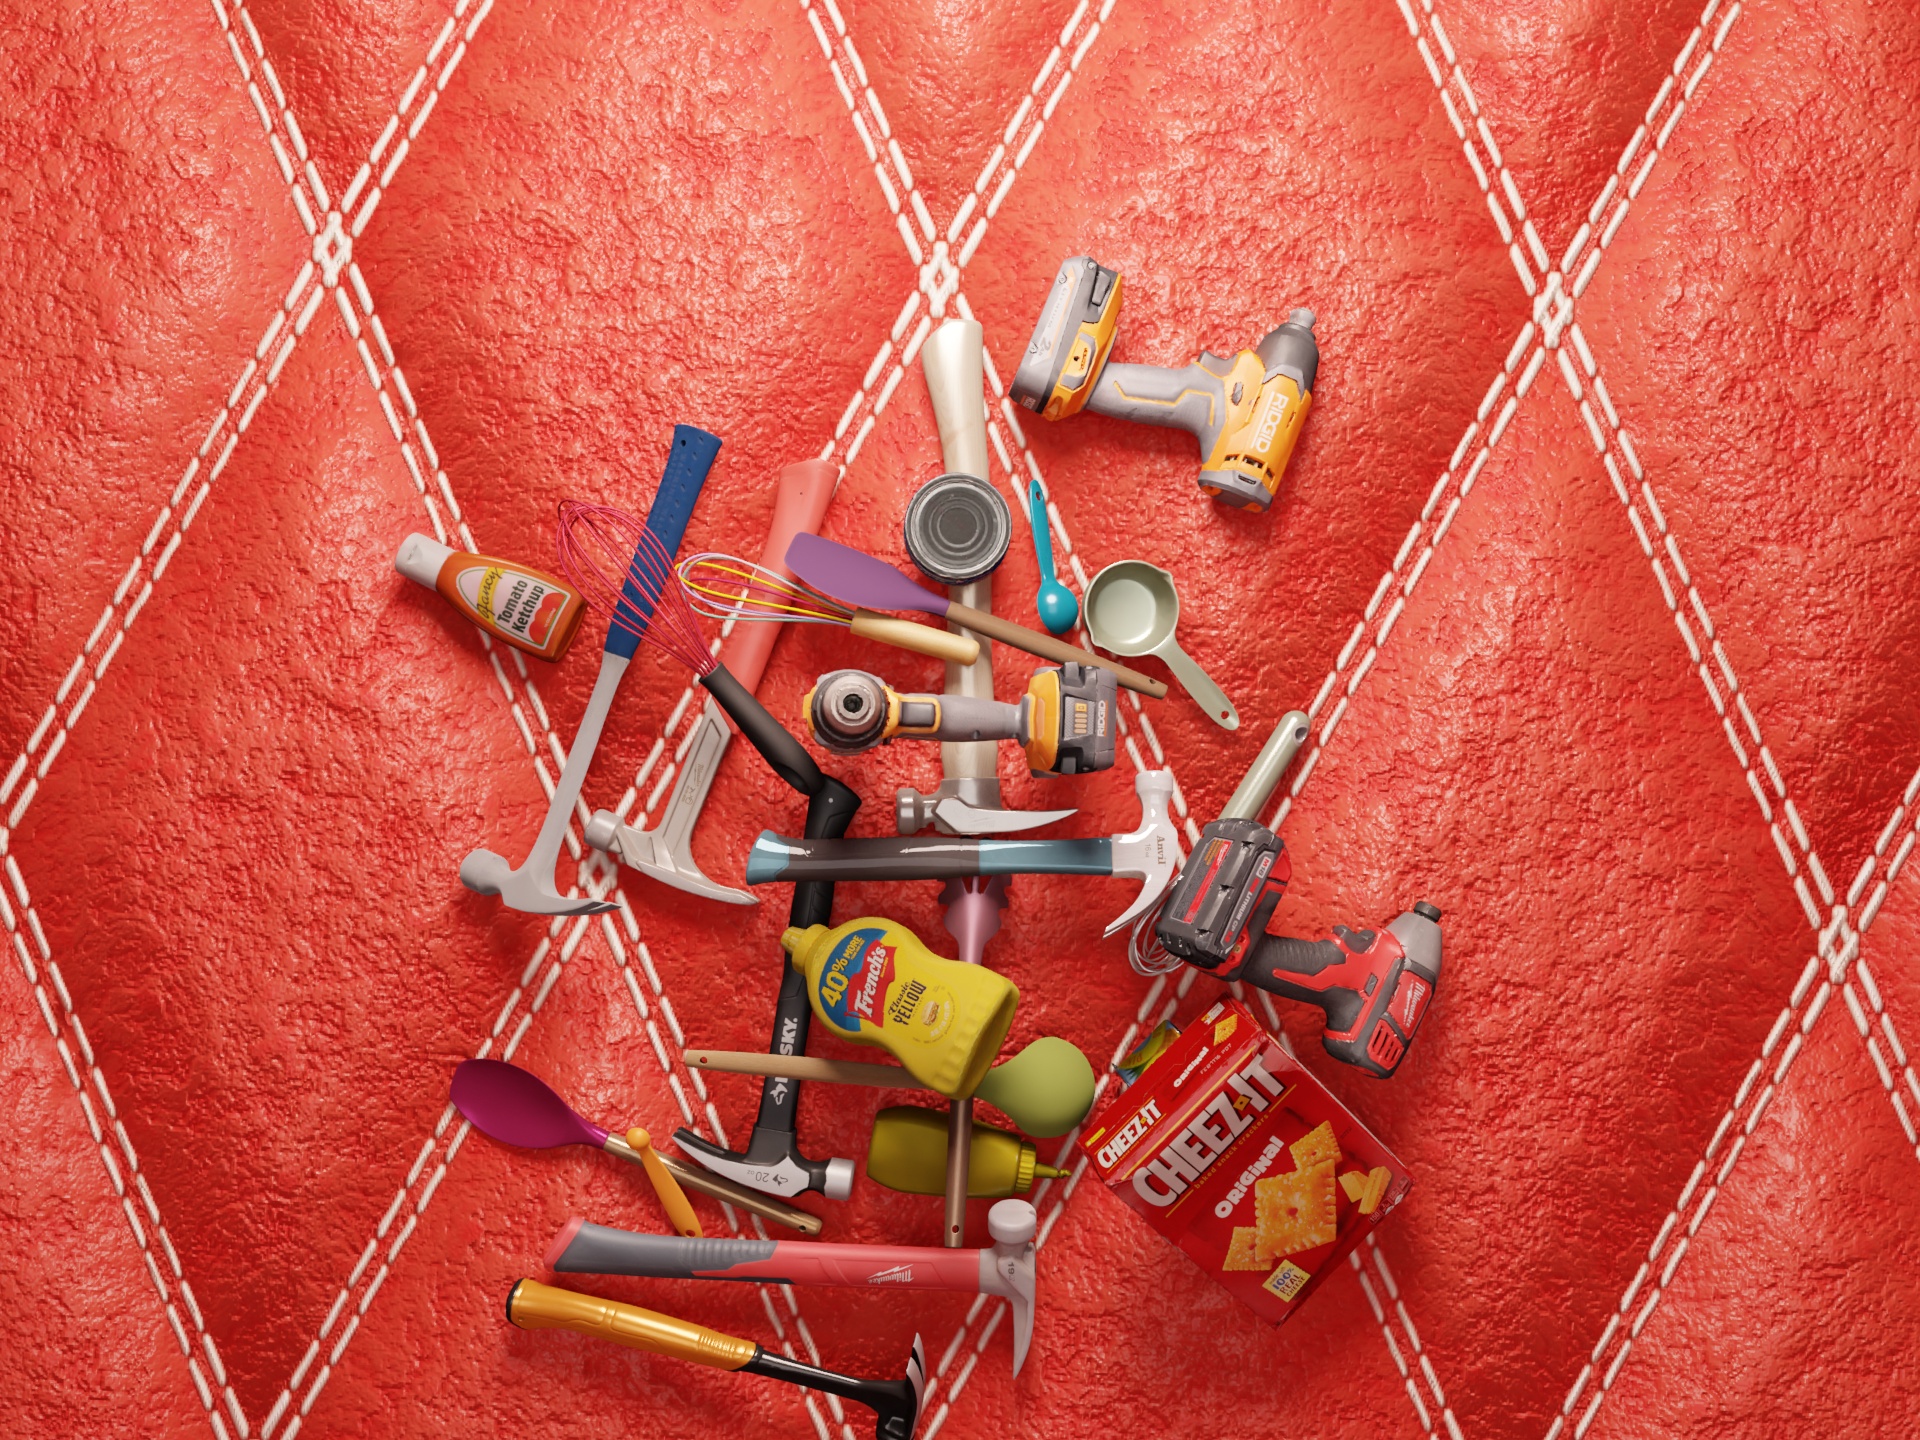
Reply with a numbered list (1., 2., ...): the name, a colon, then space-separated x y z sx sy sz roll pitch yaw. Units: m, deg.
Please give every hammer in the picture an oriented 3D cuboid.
1. hammer: -0.134 0.206 1.268 0.146 0.035 0.335 9 88 0
2. hammer: -0.134 0.440 1.252 0.386 0.038 0.143 1 107 4
3. hammer: 0.001 0.104 1.223 0.331 0.033 0.128 -1 70 1
4. hammer: 0.017 -0.115 1.275 0.146 0.038 0.411 -1 88 -1
5. hammer: -0.168 -0.037 1.275 0.149 0.036 0.359 22 89 1
6. hammer: -0.192 0.487 1.239 0.337 0.034 0.127 12 129 6
7. hammer: -0.271 -0.039 1.259 0.144 0.035 0.405 16 84 29

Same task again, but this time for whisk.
1. whisk: 0.207 0.097 1.264 0.057 0.059 0.246 37 84 -35
2. whisk: -0.105 -0.082 1.235 0.245 0.047 0.051 16 87 -2
3. whisk: -0.204 -0.052 1.212 0.073 0.073 0.295 -40 105 0

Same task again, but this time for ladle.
1. ladle: -0.053 0.277 1.242 0.320 0.062 0.078 6 84 -2

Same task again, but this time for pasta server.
1. pasta server: 0.004 0.238 1.218 0.060 0.040 0.316 4 72 0

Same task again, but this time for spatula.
1. spatula: 0.013 -0.076 1.240 0.316 0.018 0.060 20 47 -4

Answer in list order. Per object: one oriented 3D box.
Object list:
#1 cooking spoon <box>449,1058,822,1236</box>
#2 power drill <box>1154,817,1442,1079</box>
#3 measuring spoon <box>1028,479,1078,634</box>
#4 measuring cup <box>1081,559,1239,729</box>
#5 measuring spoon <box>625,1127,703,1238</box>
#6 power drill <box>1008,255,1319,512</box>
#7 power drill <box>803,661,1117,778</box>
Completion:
1. cooking spoon: -0.260 0.347 1.274 0.319 0.017 0.068 22 105 1
2. power drill: 0.273 0.168 1.222 0.219 0.078 0.143 31 82 -16
3. measuring spoon: 0.075 -0.133 1.273 0.021 0.042 0.129 -15 81 39
4. measuring cup: 0.163 -0.056 1.274 0.083 0.038 0.167 -43 98 -2
5. measuring spoon: -0.234 0.373 1.262 0.021 0.011 0.117 -21 105 15
6. power drill: 0.169 -0.280 1.257 0.226 0.084 0.164 23 89 -3
7. power drill: -0.002 -0.004 1.162 0.226 0.185 0.084 2 86 -5
